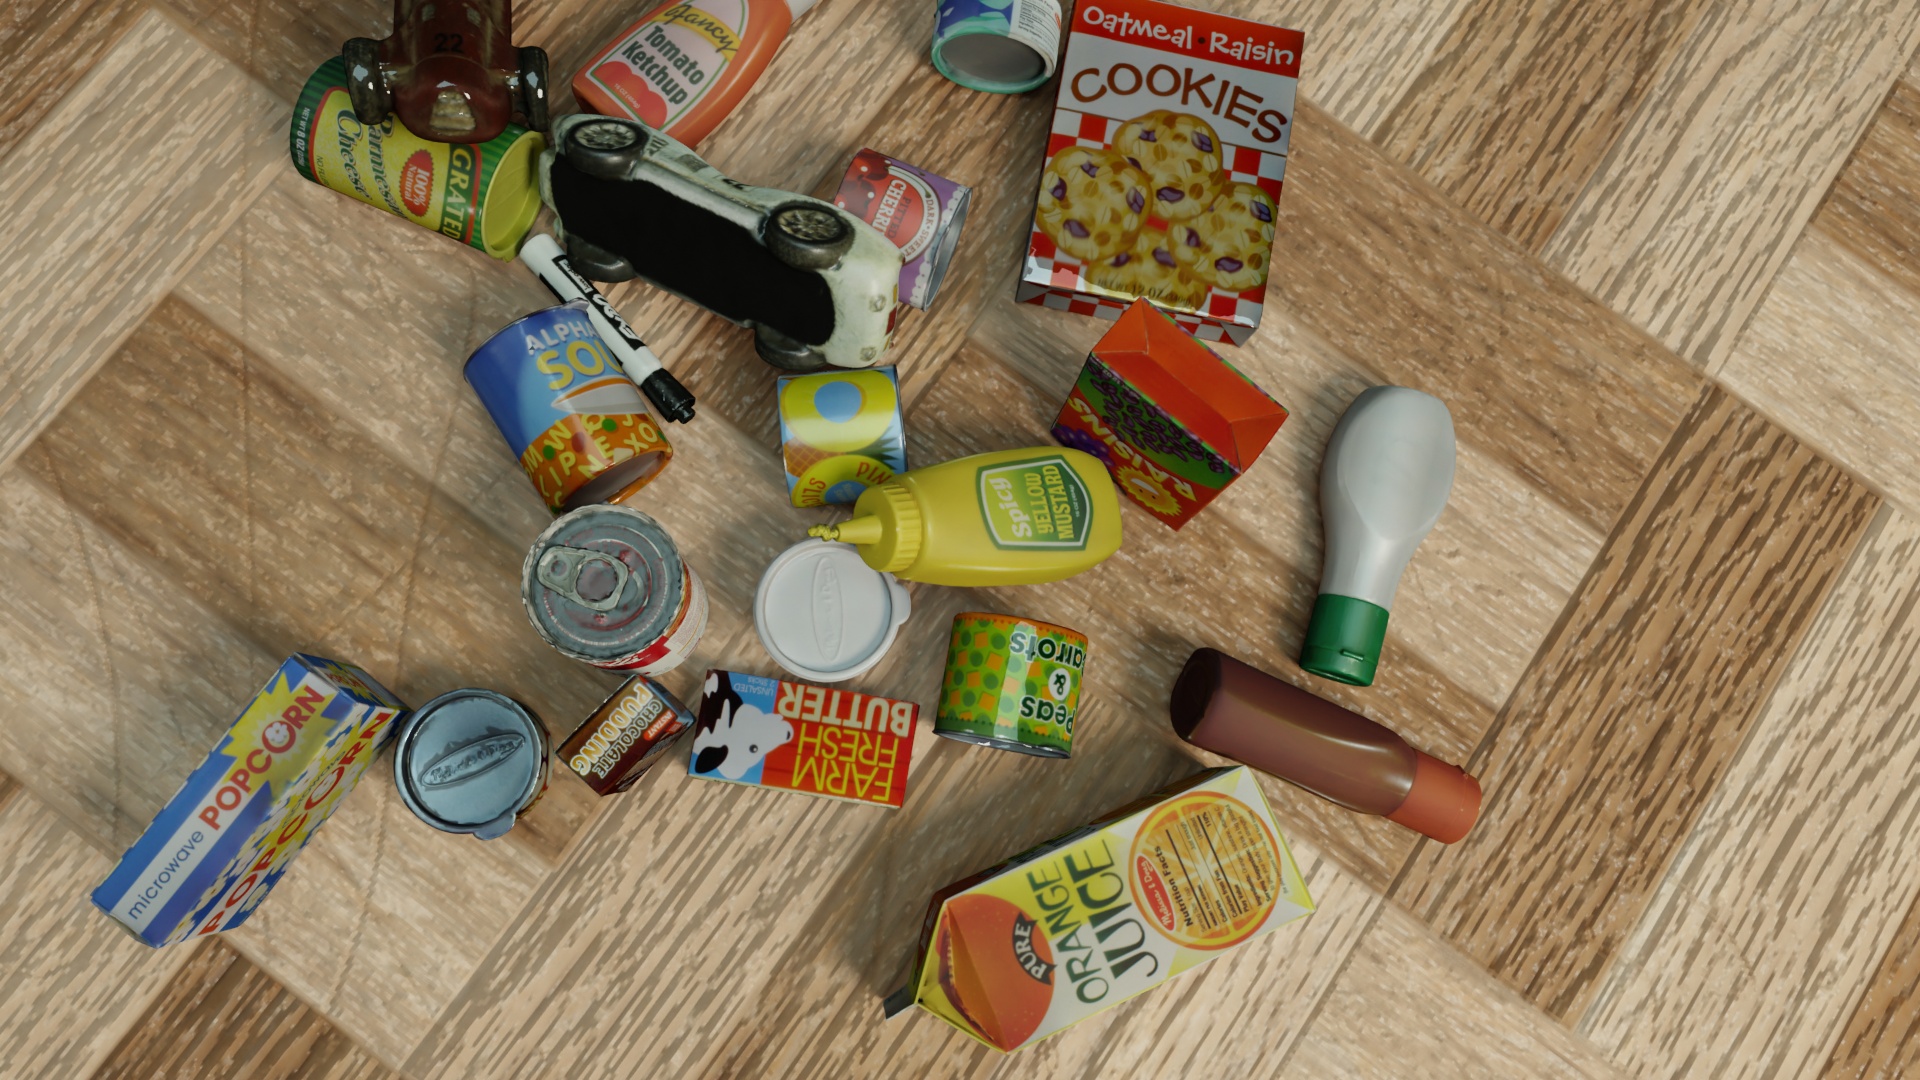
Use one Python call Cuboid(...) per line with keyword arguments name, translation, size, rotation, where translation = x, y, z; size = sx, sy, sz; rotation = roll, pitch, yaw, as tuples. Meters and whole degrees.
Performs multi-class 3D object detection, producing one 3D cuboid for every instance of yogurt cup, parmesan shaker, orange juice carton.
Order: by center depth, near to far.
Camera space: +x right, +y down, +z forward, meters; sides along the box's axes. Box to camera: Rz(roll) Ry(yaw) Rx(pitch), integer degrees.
Cuboid(name="orange juice carton", translation=(0.053, 0.173, 0.635), size=(0.193, 0.071, 0.073), rotation=(-23, 82, -8))
Cuboid(name="yogurt cup", translation=(-0.063, 0.035, 0.662), size=(0.072, 0.054, 0.072), rotation=(1, 79, -4))
Cuboid(name="parmesan shaker", translation=(-0.266, -0.187, 0.687), size=(0.103, 0.071, 0.071), rotation=(22, 79, 1))

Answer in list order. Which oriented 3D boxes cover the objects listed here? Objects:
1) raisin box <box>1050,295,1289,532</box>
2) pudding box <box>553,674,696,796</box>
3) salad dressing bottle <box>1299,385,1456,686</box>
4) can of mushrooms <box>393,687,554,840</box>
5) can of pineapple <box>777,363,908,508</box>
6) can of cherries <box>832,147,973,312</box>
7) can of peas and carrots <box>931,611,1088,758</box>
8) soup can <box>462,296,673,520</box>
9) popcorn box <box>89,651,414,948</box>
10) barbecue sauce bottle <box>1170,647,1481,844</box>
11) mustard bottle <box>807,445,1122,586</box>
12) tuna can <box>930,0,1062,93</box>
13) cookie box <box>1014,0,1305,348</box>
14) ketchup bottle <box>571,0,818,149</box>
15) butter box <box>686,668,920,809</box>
Cuboid(name="raisin box", translation=(0.094, -0.054, 0.655), size=(0.086, 0.123, 0.040), rotation=(39, 78, 3))
Cuboid(name="pudding box", translation=(-0.150, 0.088, 0.632), size=(0.030, 0.083, 0.050), rotation=(44, 79, 2))
Cuboid(name="salad dressing bottle", translation=(0.205, -0.002, 0.694), size=(0.064, 0.044, 0.148), rotation=(18, 80, -2))
Cuboid(name="can of mushrooms", translation=(-0.225, 0.105, 0.648), size=(0.071, 0.033, 0.071), rotation=(1, 79, -4))
Cuboid(name="can of pineapple", translation=(-0.056, -0.049, 0.673), size=(0.058, 0.071, 0.071), rotation=(-6, 80, -4))
Cuboid(name="can of cherries", translation=(-0.032, -0.156, 0.693), size=(0.058, 0.071, 0.071), rotation=(22, 79, 1))
Cuboid(name="can of peas and carrots", translation=(0.026, 0.069, 0.654), size=(0.071, 0.071, 0.059), rotation=(11, 78, -2))
Cuboid(name="soup can", translation=(-0.185, -0.062, 0.665), size=(0.071, 0.071, 0.084), rotation=(-33, 84, -9))
Cuboid(name="popcorn box", translation=(-0.308, 0.114, 0.615), size=(0.038, 0.085, 0.127), rotation=(36, 79, 2))
Cuboid(name="barbecue sauce bottle", translation=(0.176, 0.101, 0.665), size=(0.148, 0.065, 0.043), rotation=(24, 103, -7))
Cuboid(name="mustard bottle", translation=(0.002, -0.008, 0.645), size=(0.161, 0.048, 0.065), rotation=(-6, 76, -35))
Cuboid(name="tuna can", translation=(0.016, -0.261, 0.720), size=(0.071, 0.071, 0.033), rotation=(8, 80, -2))
Cuboid(name="cookie box", translation=(0.105, -0.196, 0.726), size=(0.123, 0.040, 0.167), rotation=(11, 80, -2))
Cuboid(name="ketchup bottle", translation=(-0.127, -0.259, 0.721), size=(0.065, 0.043, 0.149), rotation=(44, 79, 3))
Cuboid(name="butter box", translation=(-0.074, 0.095, 0.665), size=(0.103, 0.024, 0.053), rotation=(9, 79, -2))
